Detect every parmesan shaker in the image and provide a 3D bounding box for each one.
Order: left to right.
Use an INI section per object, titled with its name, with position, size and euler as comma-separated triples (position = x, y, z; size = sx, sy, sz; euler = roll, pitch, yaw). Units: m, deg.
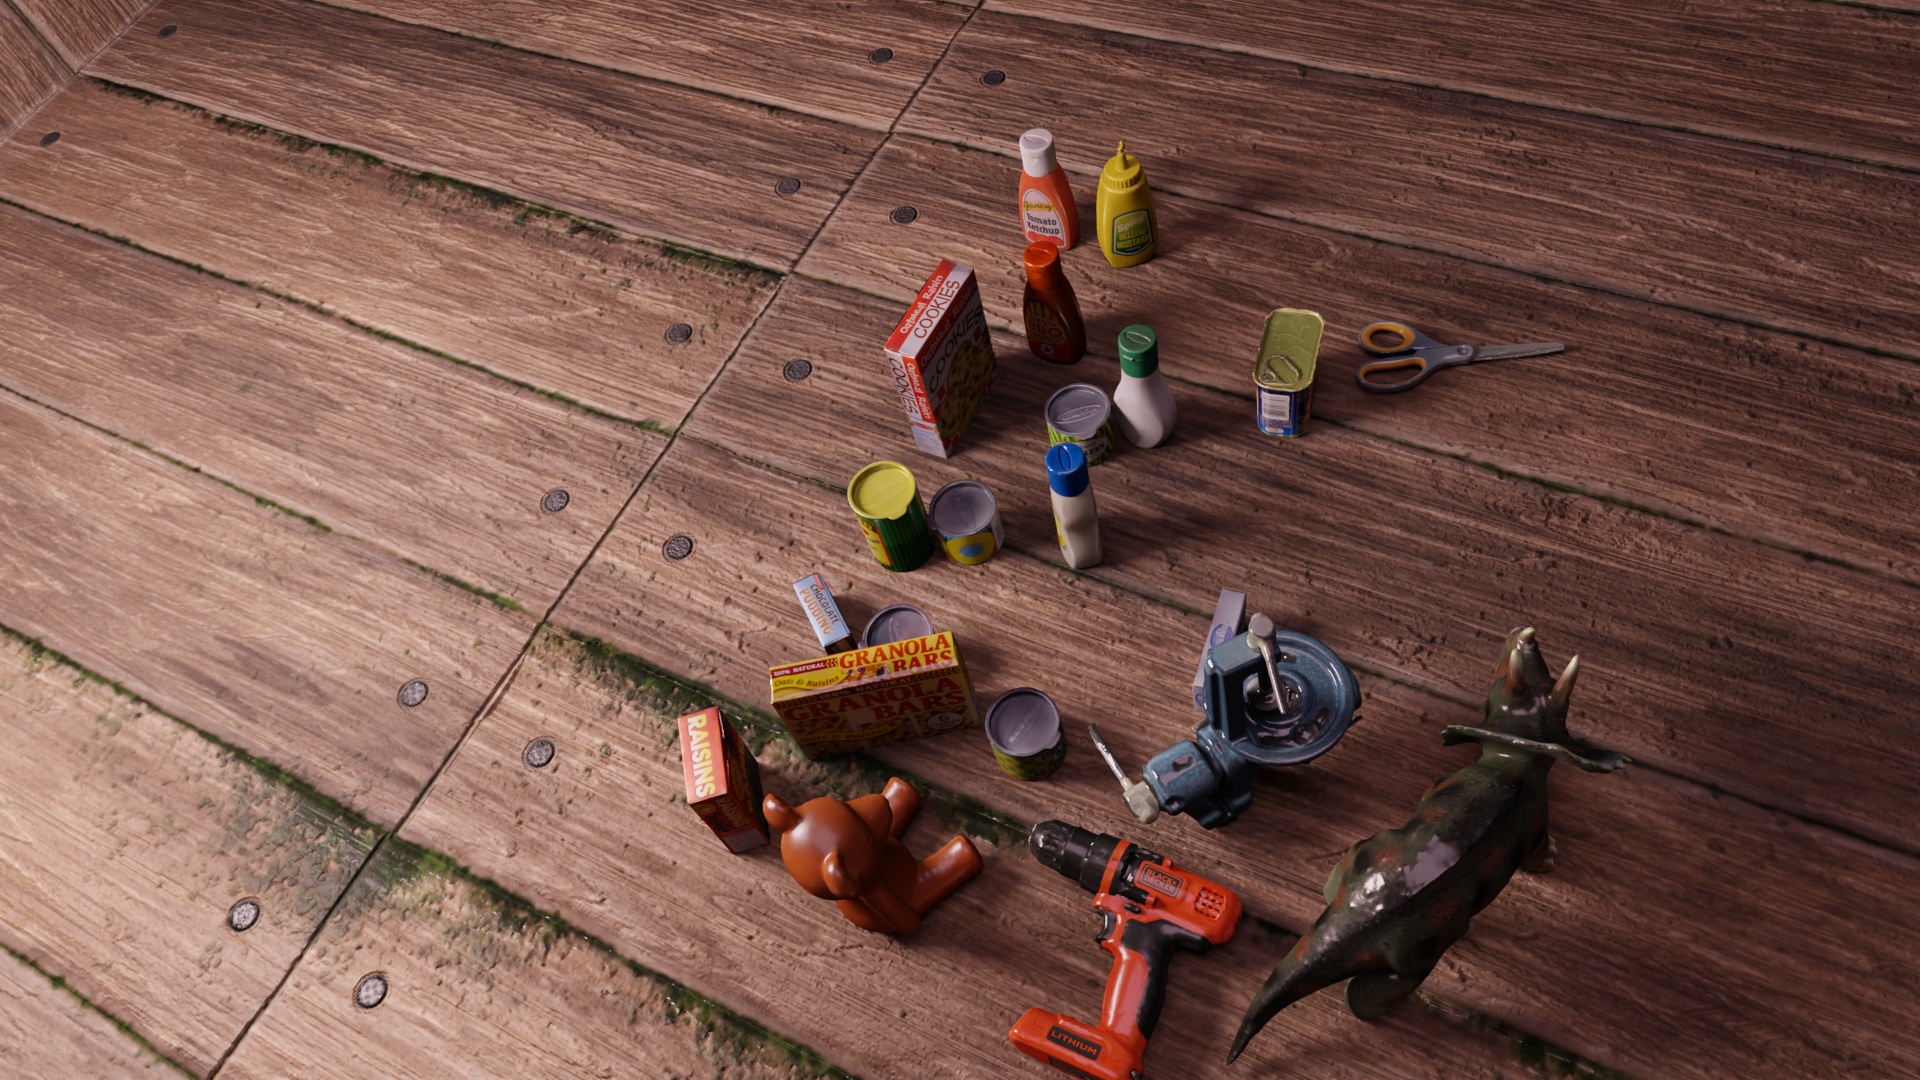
[parmesan shaker]
position = -0.064, -0.020, 1.353
size = 0.071, 0.102, 0.071
euler = -5, 57, 8

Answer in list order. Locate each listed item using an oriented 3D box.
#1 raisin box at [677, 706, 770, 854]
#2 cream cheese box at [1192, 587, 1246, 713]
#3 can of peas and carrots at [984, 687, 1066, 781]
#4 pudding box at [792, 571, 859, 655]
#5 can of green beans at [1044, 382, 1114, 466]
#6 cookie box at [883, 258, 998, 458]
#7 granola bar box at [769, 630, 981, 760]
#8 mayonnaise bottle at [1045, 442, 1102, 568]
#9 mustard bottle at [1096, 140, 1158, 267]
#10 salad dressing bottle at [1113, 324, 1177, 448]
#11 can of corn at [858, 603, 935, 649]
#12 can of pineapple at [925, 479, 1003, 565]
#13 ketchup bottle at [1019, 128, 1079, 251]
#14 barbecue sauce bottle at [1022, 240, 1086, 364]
[raisin box]
position = -0.206, 0.212, 1.219
size = 0.040, 0.123, 0.086
euler = -16, 56, 2
[cream cheese box]
position = 0.233, 0.100, 1.243
size = 0.024, 0.053, 0.104
euler = 12, 61, 19
[can of peas and carrots]
position = 0.061, 0.173, 1.228
size = 0.071, 0.058, 0.071
euler = -5, 57, 8
[pudding box]
position = -0.128, 0.077, 1.335
size = 0.030, 0.049, 0.084
euler = -27, 56, -6
[can of green beans]
position = 0.121, -0.116, 1.404
size = 0.071, 0.057, 0.071
euler = -5, 57, 8
[cookie box]
position = -0.017, -0.183, 1.411
size = 0.040, 0.166, 0.123
euler = 19, 63, 22
[granola bar box]
position = -0.073, 0.139, 1.238
size = 0.165, 0.123, 0.039
euler = -12, 56, 4
[mayonnaise bottle]
position = 0.105, -0.035, 1.301
size = 0.041, 0.147, 0.065
euler = -14, 56, 3
[mustard bottle]
position = 0.176, -0.364, 1.493
size = 0.065, 0.159, 0.049
euler = -16, 56, 1
[salad dressing bottle]
position = 0.179, -0.150, 1.361
size = 0.064, 0.147, 0.044
euler = 26, 66, 25
[can of corn]
position = -0.055, 0.103, 1.298
size = 0.071, 0.058, 0.071
euler = -5, 57, 8
[can of pineapple]
position = 0.005, -0.017, 1.364
size = 0.071, 0.057, 0.071
euler = -5, 57, 8
[ketchup bottle]
position = 0.093, -0.387, 1.532
size = 0.065, 0.148, 0.044
euler = 18, 63, 22
[barbecue sauce bottle]
position = 0.093, -0.247, 1.441
size = 0.065, 0.148, 0.044
euler = 22, 65, 24
